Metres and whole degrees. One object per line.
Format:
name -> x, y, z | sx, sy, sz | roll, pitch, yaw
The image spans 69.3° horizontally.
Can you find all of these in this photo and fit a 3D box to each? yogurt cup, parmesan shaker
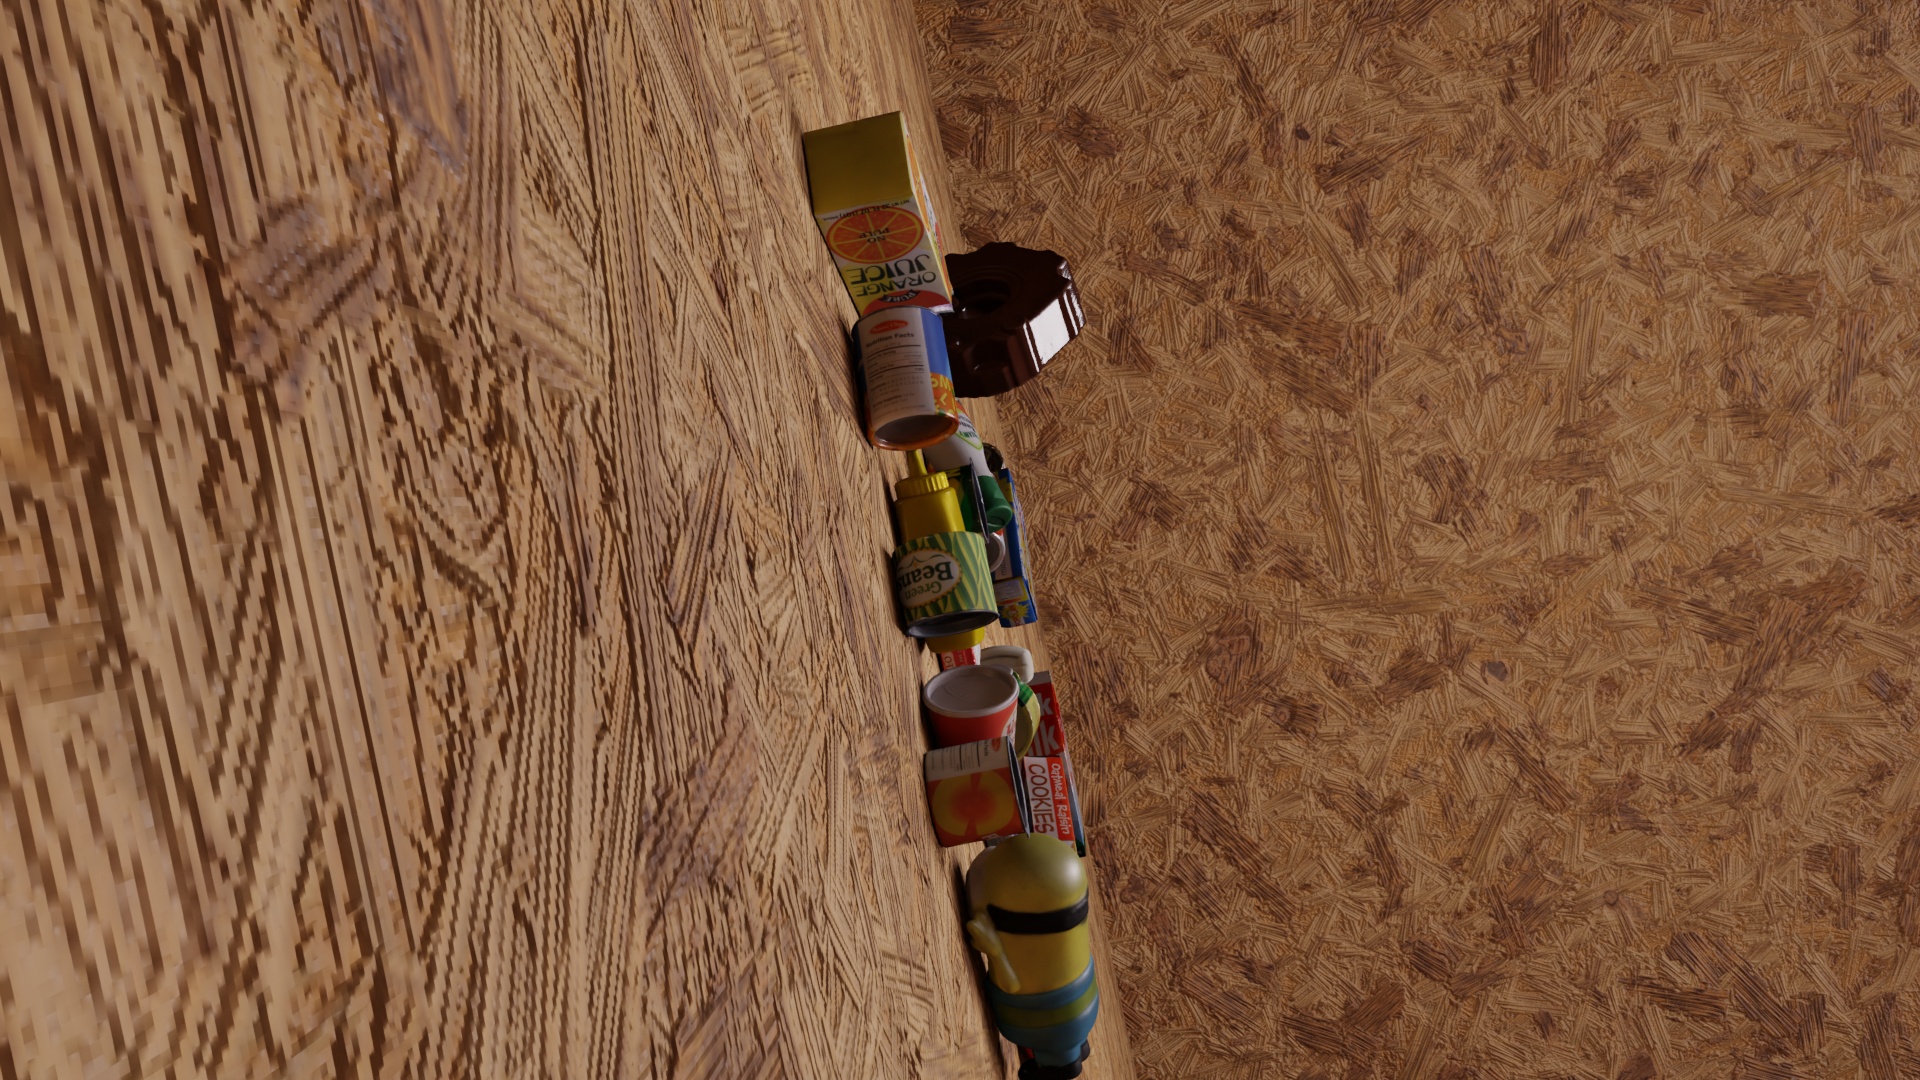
yogurt cup -> 0.009, 0.127, 0.981 | 0.073, 0.072, 0.053 | -91, 176, -66
parmesan shaker -> 0.030, 0.145, 1.142 | 0.103, 0.071, 0.071 | 14, 65, -84

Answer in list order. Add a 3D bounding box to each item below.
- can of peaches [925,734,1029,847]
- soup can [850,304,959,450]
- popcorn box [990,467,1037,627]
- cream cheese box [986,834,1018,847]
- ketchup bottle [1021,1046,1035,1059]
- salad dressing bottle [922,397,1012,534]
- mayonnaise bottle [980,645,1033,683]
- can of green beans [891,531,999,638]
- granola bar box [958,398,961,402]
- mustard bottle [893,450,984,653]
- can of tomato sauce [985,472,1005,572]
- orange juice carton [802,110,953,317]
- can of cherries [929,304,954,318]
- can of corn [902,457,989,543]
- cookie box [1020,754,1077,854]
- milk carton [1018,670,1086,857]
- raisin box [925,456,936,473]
can of peaches -> 0.011, 0.170, 0.929 | 0.071, 0.058, 0.071 | -16, 95, -86
soup can -> -0.038, -0.113, 0.981 | 0.071, 0.071, 0.084 | 64, 15, -70
popcorn box -> 0.042, 0.008, 1.315 | 0.085, 0.038, 0.127 | 68, 13, -55
cream cheese box -> 0.037, 0.255, 1.199 | 0.053, 0.024, 0.103 | -98, 174, -54
ketchup bottle -> 0.076, 0.413, 1.171 | 0.148, 0.043, 0.065 | 69, 10, -65
salad dressing bottle -> -0.001, -0.071, 1.203 | 0.064, 0.044, 0.148 | 17, 37, -48
mayonnaise bottle -> 0.036, 0.120, 1.309 | 0.148, 0.065, 0.041 | 61, 20, -86
can of green beans -> -0.011, 0.031, 0.958 | 0.071, 0.071, 0.058 | 62, 17, -73
granola bar box -> -0.027, -0.157, 1.371 | 0.165, 0.039, 0.124 | 61, 17, -74
mustard bottle -> -0.020, 0.001, 1.029 | 0.065, 0.049, 0.160 | -56, 133, -84
can of tomato sauce -> 0.004, -0.015, 1.235 | 0.083, 0.071, 0.070 | -96, 172, -45
orange juice carton -> -0.055, -0.225, 1.030 | 0.192, 0.072, 0.073 | 65, 15, -68
can of cherries -> -0.045, -0.209, 1.150 | 0.071, 0.071, 0.058 | -48, 126, -84
can of corn -> -0.012, -0.027, 1.117 | 0.071, 0.058, 0.071 | -15, 94, -85
cookie box -> 0.076, 0.297, 1.260 | 0.168, 0.040, 0.122 | -95, -170, -55
milk carton -> 0.077, 0.232, 1.441 | 0.073, 0.072, 0.190 | -49, 128, -84
raisin box -> -0.002, -0.030, 1.352 | 0.086, 0.040, 0.123 | 50, 30, -78
